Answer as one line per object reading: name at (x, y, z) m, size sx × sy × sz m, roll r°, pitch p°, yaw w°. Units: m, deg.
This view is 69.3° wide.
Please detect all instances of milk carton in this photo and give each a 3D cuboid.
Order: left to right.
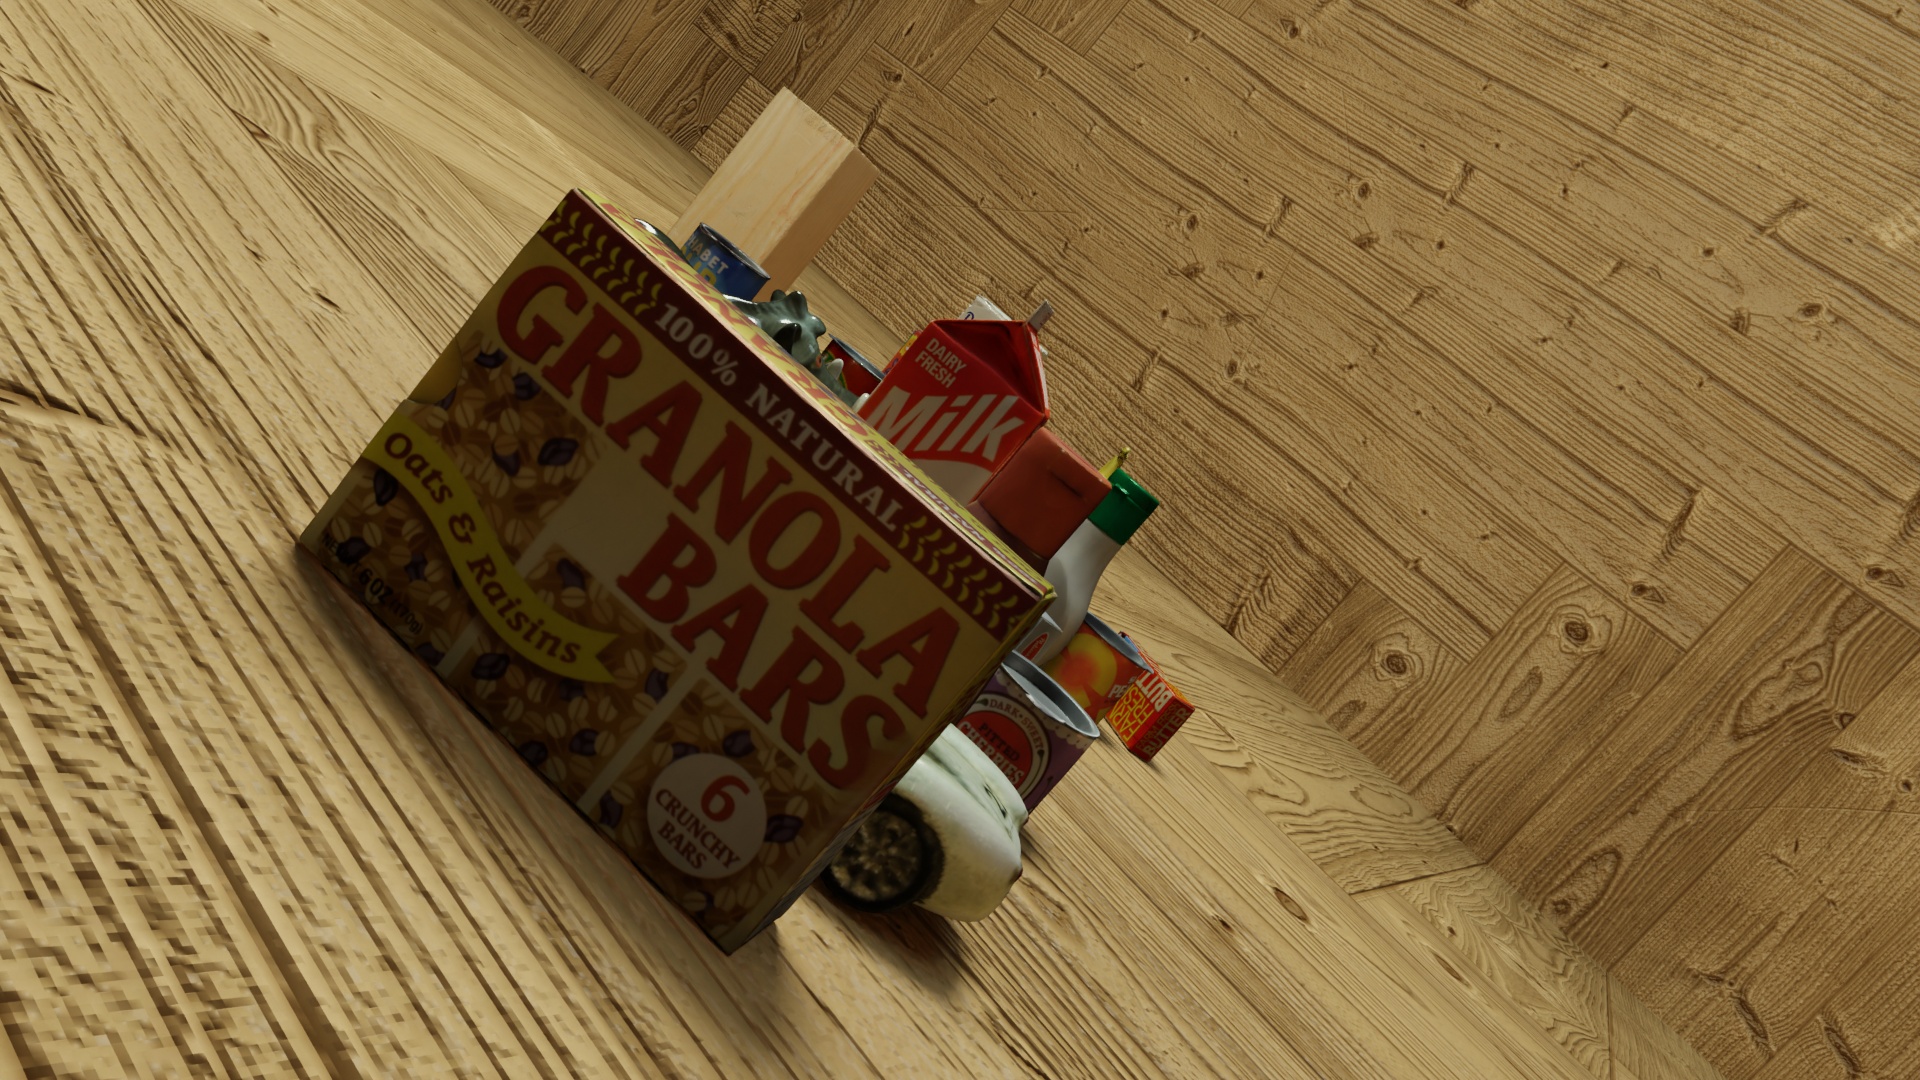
milk carton at (-0.017, -0.044, 0.693) m, size 0.073 × 0.190 × 0.072 m, roll 41°, pitch 7°, yaw 2°

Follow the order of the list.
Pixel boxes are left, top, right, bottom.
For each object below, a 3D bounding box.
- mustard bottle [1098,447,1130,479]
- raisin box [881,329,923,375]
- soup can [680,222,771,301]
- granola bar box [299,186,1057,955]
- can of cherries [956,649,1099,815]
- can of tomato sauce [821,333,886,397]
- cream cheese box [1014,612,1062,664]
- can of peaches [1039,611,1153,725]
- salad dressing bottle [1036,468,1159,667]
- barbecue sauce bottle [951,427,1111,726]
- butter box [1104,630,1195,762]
mustard bottle at (0.082, -0.011, 1.097) m, size 0.065 × 0.160 × 0.049 m, roll 37°, pitch 8°, yaw -26°
raisin box at (-0.044, -0.112, 1.206) m, size 0.040 × 0.123 × 0.086 m, roll 45°, pitch 9°, yaw 35°
soup can at (-0.198, -0.189, 1.054) m, size 0.071 × 0.083 × 0.071 m, roll 40°, pitch 7°, yaw -6°
granola bar box at (-0.076, 0.006, 0.373) m, size 0.165 × 0.124 × 0.039 m, roll 41°, pitch 7°, yaw 8°
can of cherries at (0.018, 0.087, 0.617) m, size 0.071 × 0.058 × 0.071 m, roll 39°, pitch 7°, yaw -6°
can of tomato sauce at (-0.097, -0.101, 1.043) m, size 0.071 × 0.083 × 0.071 m, roll 40°, pitch 7°, yaw -6°
cream cheese box at (0.017, 0.045, 0.867) m, size 0.024 × 0.053 × 0.104 m, roll 35°, pitch 9°, yaw -38°
can of peaches at (0.085, 0.087, 0.937) m, size 0.071 × 0.058 × 0.071 m, roll 39°, pitch 7°, yaw -6°
salad dressing bottle at (0.069, 0.020, 0.906) m, size 0.064 × 0.147 × 0.044 m, roll 44°, pitch 8°, yaw 26°
barbecue sauce bottle at (-0.003, 0.024, 0.535) m, size 0.065 × 0.148 × 0.044 m, roll 39°, pitch 7°, yaw -10°
butter box at (0.127, 0.112, 1.012) m, size 0.024 × 0.053 × 0.104 m, roll 37°, pitch 8°, yaw -28°
